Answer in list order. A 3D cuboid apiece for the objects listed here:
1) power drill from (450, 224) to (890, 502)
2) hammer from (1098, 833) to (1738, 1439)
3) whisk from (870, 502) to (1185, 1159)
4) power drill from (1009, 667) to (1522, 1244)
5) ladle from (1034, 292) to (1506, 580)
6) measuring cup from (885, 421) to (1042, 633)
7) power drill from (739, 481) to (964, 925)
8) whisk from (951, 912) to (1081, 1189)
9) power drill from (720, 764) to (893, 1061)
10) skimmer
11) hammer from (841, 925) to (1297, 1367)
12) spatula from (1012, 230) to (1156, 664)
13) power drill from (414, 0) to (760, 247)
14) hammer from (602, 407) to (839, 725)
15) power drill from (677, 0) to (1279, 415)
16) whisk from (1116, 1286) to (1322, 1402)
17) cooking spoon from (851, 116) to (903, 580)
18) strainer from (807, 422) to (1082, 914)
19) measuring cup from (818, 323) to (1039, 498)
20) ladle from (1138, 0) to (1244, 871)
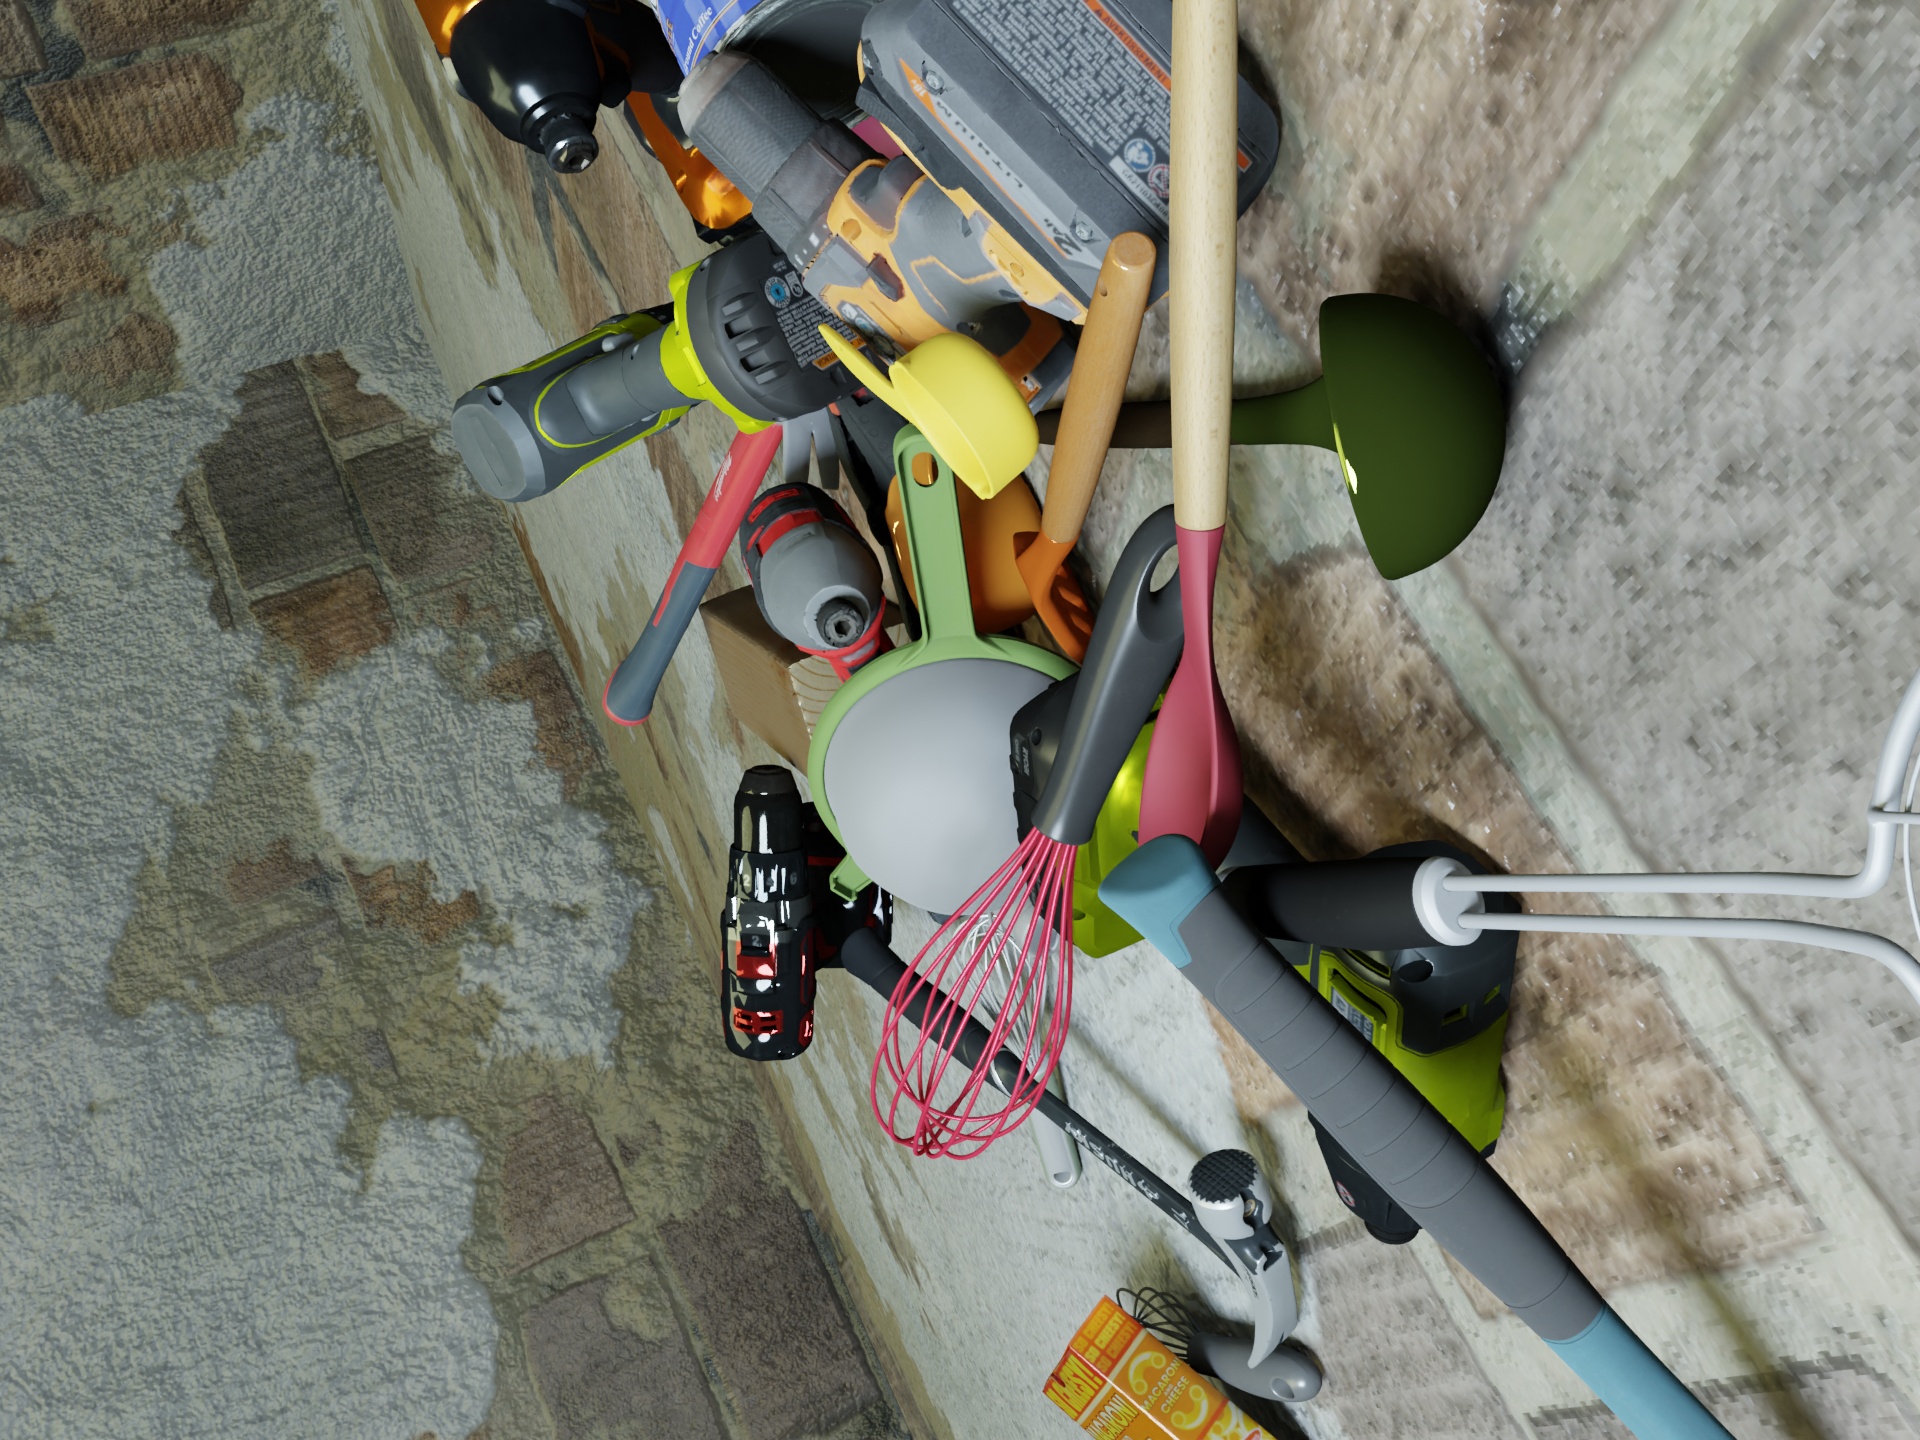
[{"bbox_3d":[-0.119,-0.185,0.778,0.228,0.190,0.080,-6,116,45],"label":"power drill"},{"bbox_3d":[0.164,0.159,0.452,0.331,0.033,0.128,46,163,6],"label":"hammer"},{"bbox_3d":[0.030,0.054,0.583,0.073,0.073,0.295,50,130,44],"label":"whisk"},{"bbox_3d":[0.112,0.084,0.610,0.223,0.080,0.171,43,149,47],"label":"power drill"},{"bbox_3d":[0.074,-0.098,0.545,0.320,0.062,0.078,26,137,68],"label":"ladle"},{"bbox_3d":[0.005,-0.116,0.731,0.095,0.052,0.173,50,151,46],"label":"measuring cup"},{"bbox_3d":[-0.036,-0.010,0.810,0.219,0.078,0.143,60,179,-29],"label":"power drill"},{"bbox_3d":[0.043,0.210,1.001,0.059,0.058,0.246,-93,-11,-57],"label":"whisk"},{"bbox_3d":[-0.108,0.110,1.089,0.227,0.080,0.188,-39,-49,-77],"label":"power drill"},{"bbox_3d":[0.169,0.034,0.357,0.363,0.090,0.127,160,94,-72],"label":"skimmer"},{"bbox_3d":[0.043,0.214,0.911,0.409,0.036,0.149,27,146,53],"label":"hammer"},{"bbox_3d":[0.047,-0.083,0.570,0.322,0.041,0.081,98,150,-74],"label":"spatula"},{"bbox_3d":[-0.150,-0.291,0.725,0.226,0.084,0.164,2,-122,-62],"label":"power drill"},{"bbox_3d":[-0.166,-0.094,1.027,0.386,0.038,0.143,-52,42,48],"label":"hammer"},{"bbox_3d":[-0.011,-0.193,0.553,0.185,0.084,0.226,42,167,-11],"label":"power drill"},{"bbox_3d":[0.138,0.354,0.898,0.055,0.055,0.239,67,158,6],"label":"whisk"},{"bbox_3d":[-0.045,-0.192,0.838,0.069,0.017,0.318,53,157,35],"label":"cooking spoon"},{"bbox_3d":[-0.001,-0.002,0.692,0.069,0.151,0.256,-93,-4,-52],"label":"strainer"},{"bbox_3d":[-0.016,-0.129,0.588,0.062,0.029,0.157,55,177,-37],"label":"measuring cup"},{"bbox_3d":[0.067,-0.081,0.449,0.069,0.031,0.315,-104,9,-59],"label":"ladle"}]
